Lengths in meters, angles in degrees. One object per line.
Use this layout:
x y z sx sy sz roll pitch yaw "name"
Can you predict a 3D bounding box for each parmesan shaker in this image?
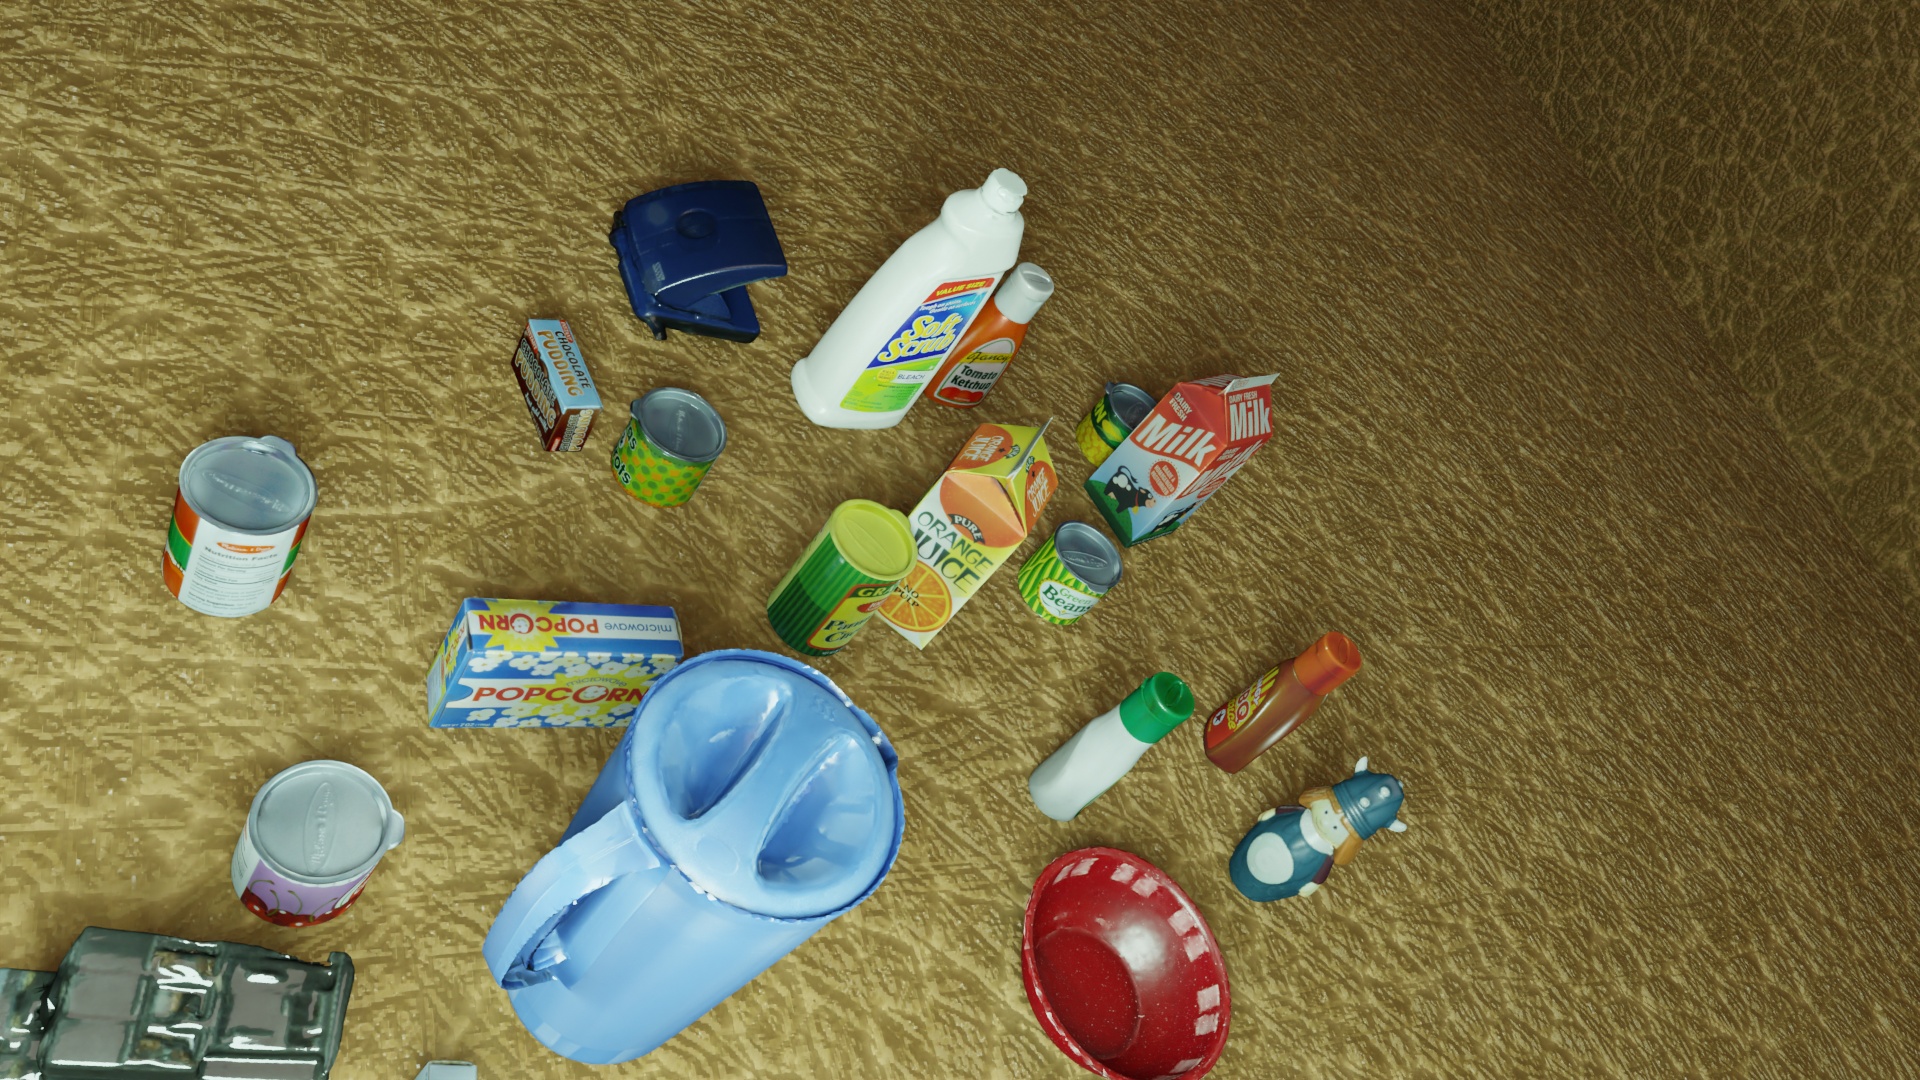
-0.081 0.027 0.963 0.071 0.102 0.072 21 44 -22 "parmesan shaker"

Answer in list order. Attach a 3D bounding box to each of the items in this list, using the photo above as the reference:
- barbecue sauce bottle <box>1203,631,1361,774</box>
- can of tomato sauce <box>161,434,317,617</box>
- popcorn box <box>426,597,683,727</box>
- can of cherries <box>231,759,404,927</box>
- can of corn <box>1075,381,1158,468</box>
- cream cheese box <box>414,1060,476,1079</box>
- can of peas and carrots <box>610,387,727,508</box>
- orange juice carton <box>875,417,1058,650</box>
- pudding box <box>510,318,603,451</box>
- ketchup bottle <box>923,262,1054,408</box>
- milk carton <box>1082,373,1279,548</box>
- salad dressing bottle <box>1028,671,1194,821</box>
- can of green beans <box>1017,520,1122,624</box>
0.254 0.126 1.098 0.043 0.147 0.065 35 41 -7 "barbecue sauce bottle"
-0.398 -0.008 0.766 0.071 0.082 0.071 21 44 -22 "can of tomato sauce"
-0.238 0.074 0.815 0.127 0.084 0.038 5 52 -35 "popcorn box"
-0.323 0.154 0.699 0.071 0.058 0.072 21 44 -22 "can of cherries"
0.147 -0.105 1.289 0.071 0.058 0.071 21 44 -22 "can of corn"
-0.243 0.299 0.636 0.024 0.053 0.104 13 48 -29 "cream cheese box"
-0.209 -0.065 0.981 0.071 0.058 0.071 21 44 -22 "can of peas and carrots"
0.004 -0.012 0.995 0.073 0.191 0.072 39 40 -3 "orange juice carton"
-0.282 -0.109 0.970 0.030 0.049 0.084 -6 58 -41 "pudding box"
0.025 -0.175 1.188 0.065 0.148 0.044 6 51 -34 "ketchup bottle"
0.198 -0.081 1.206 0.072 0.189 0.073 -14 65 -44 "milk carton"
0.104 0.144 0.968 0.044 0.147 0.064 42 40 1 "salad dressing bottle"
0.088 0.027 1.128 0.071 0.057 0.071 21 44 -22 "can of green beans"
